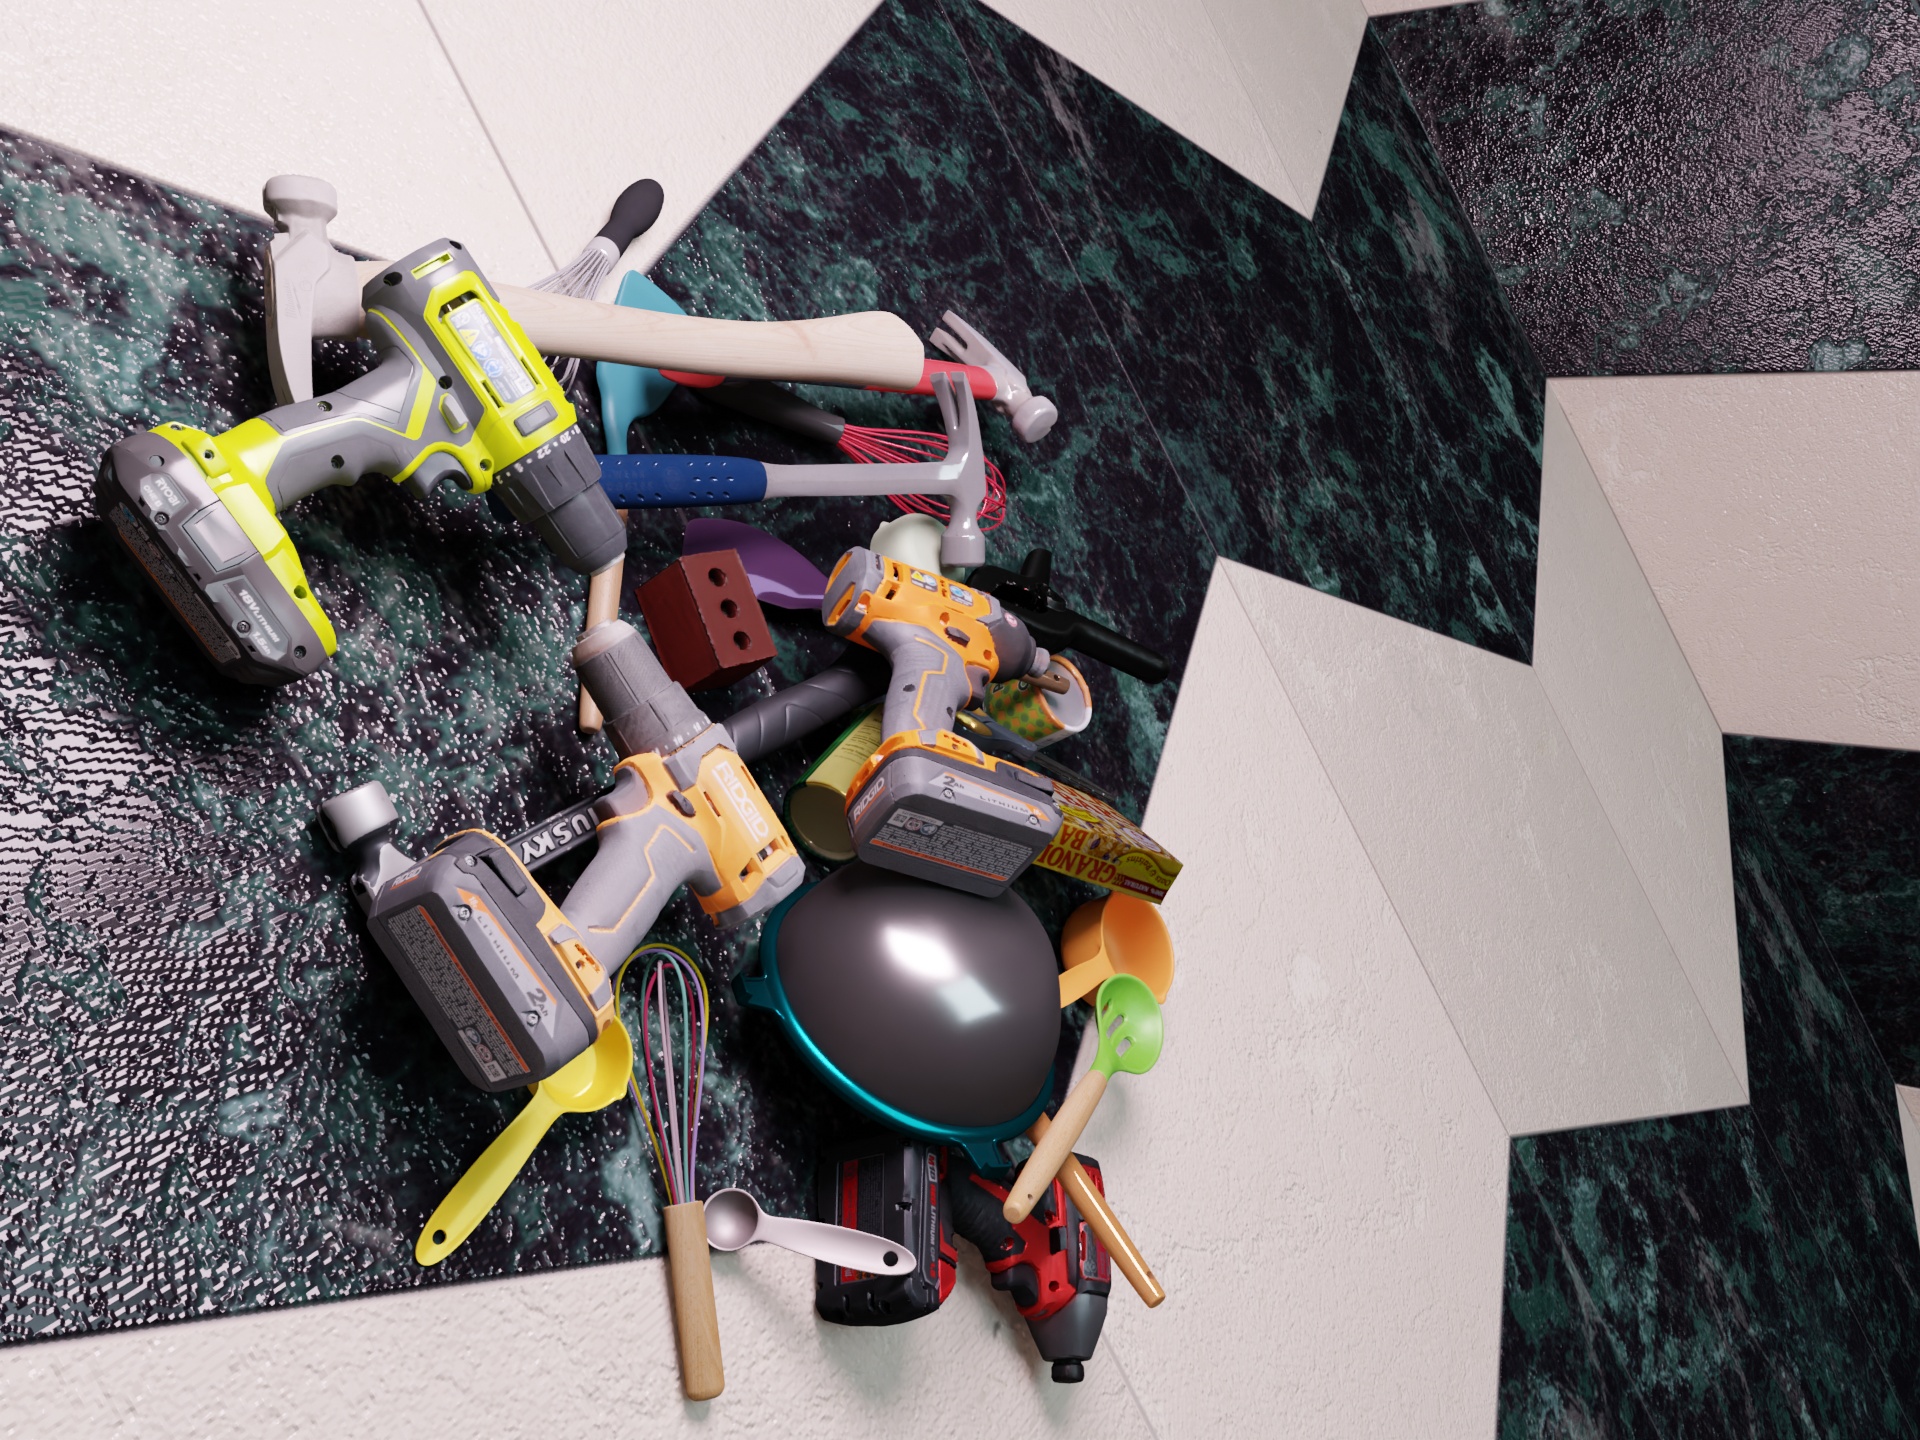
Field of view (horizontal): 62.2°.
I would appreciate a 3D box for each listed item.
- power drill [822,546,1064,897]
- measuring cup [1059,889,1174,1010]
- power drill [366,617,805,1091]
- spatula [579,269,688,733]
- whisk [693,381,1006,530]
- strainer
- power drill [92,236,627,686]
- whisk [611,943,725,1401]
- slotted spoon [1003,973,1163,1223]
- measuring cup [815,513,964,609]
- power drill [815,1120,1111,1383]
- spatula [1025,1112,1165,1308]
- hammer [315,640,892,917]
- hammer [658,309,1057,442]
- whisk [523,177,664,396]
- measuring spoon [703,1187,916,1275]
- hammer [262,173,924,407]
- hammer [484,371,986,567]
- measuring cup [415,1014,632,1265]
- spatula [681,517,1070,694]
[{"bbox_3d":[-0.002,-0.003,1.013,0.164,0.084,0.227,19,41,-26],"label":"power drill"},{"bbox_3d":[0.091,0.186,1.179,0.173,0.052,0.095,-19,85,-50],"label":"measuring cup"},{"bbox_3d":[-0.195,0.060,0.832,0.185,0.084,0.226,60,39,-9],"label":"power drill"},{"bbox_3d":[-0.214,-0.138,1.013,0.082,0.044,0.318,39,44,-52],"label":"spatula"},{"bbox_3d":[-0.078,-0.210,1.202,0.295,0.073,0.073,19,56,-35],"label":"whisk"},{"bbox_3d":[0.008,0.125,1.036,0.211,0.095,0.340,35,29,1],"label":"strainer"},{"bbox_3d":[-0.296,-0.117,0.822,0.228,0.080,0.190,-42,110,-31],"label":"power drill"},{"bbox_3d":[-0.152,0.243,0.877,0.047,0.051,0.245,9,66,-53],"label":"whisk"},{"bbox_3d":[0.079,0.239,1.018,0.070,0.031,0.314,61,22,-1],"label":"slotted spoon"},{"bbox_3d":[-0.054,-0.111,1.184,0.167,0.038,0.083,-26,90,-54],"label":"measuring cup"},{"bbox_3d":[0.014,0.332,0.994,0.219,0.078,0.143,27,51,-41],"label":"power drill"},{"bbox_3d":[0.039,0.234,1.028,0.081,0.041,0.323,9,33,-46],"label":"spatula"},{"bbox_3d":[-0.169,0.036,0.947,0.409,0.036,0.149,-31,96,-46],"label":"hammer"},{"bbox_3d":[-0.083,-0.271,1.191,0.143,0.038,0.386,48,31,23],"label":"hammer"},{"bbox_3d":[-0.249,-0.291,1.052,0.070,0.070,0.285,44,38,-24],"label":"whisk"},{"bbox_3d":[-0.085,0.292,0.893,0.124,0.018,0.034,13,63,2],"label":"measuring spoon"},{"bbox_3d":[-0.199,-0.223,0.961,0.410,0.038,0.146,-2,88,-35],"label":"hammer"},{"bbox_3d":[-0.126,-0.164,1.053,0.405,0.035,0.144,-10,102,-46],"label":"hammer"},{"bbox_3d":[-0.231,0.214,0.823,0.062,0.029,0.156,50,52,-18],"label":"measuring cup"},{"bbox_3d":[-0.053,-0.075,1.139,0.315,0.018,0.060,21,53,-26],"label":"spatula"}]
